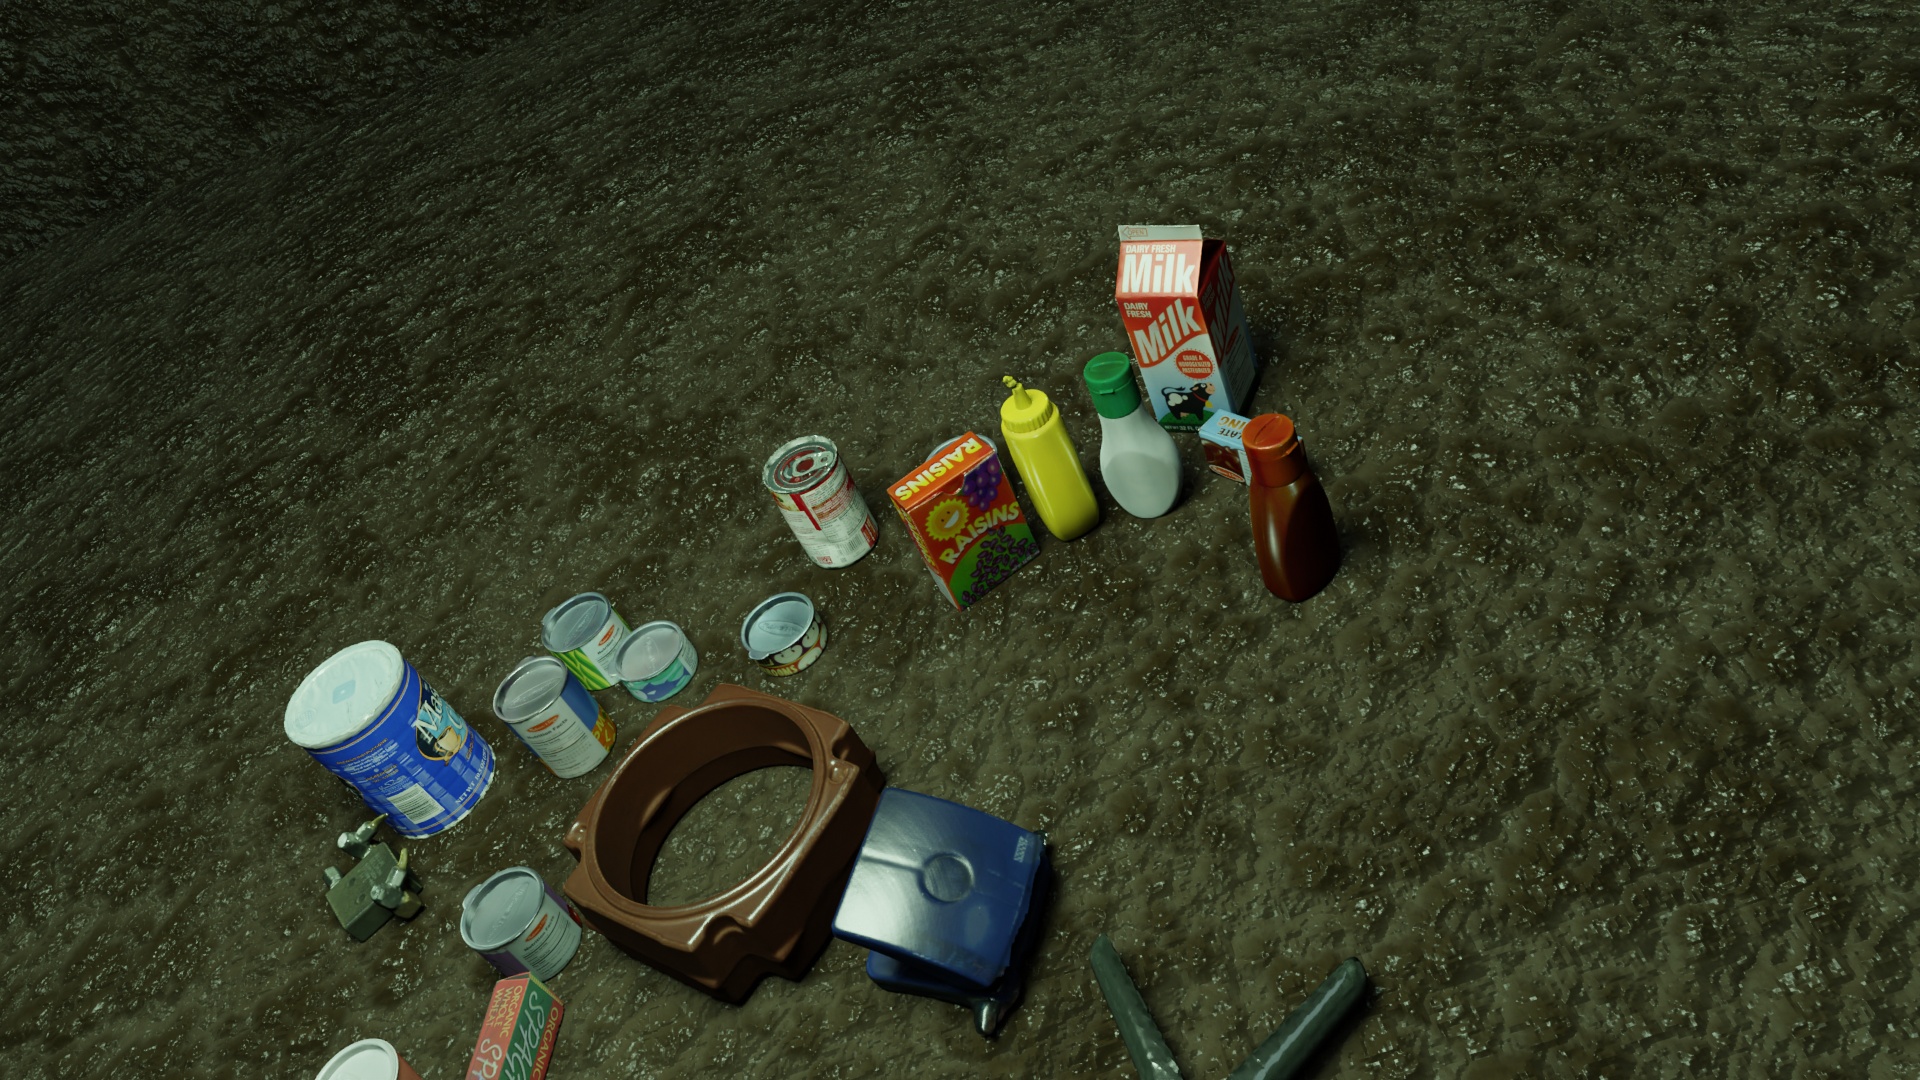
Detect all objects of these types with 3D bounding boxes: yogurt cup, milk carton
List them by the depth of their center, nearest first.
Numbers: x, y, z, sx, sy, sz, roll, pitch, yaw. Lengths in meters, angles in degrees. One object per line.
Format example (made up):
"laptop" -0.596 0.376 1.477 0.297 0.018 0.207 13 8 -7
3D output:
"yogurt cup" -0.403 0.386 0.954 0.072 0.053 0.073 -14 43 13
"milk carton" 0.185 -0.180 1.137 0.072 0.189 0.074 6 51 31

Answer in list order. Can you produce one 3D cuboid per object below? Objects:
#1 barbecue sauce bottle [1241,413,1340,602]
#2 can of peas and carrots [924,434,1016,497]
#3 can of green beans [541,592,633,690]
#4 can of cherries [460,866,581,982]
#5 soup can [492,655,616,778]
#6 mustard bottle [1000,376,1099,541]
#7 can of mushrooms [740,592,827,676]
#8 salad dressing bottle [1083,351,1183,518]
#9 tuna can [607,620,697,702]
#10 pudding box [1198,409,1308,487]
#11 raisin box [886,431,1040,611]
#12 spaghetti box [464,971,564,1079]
"barbecue sauce bottle" 0.232 -0.025 0.988 0.065 0.148 0.044 -45 45 -19
"can of peas and carrots" 0.010 -0.047 1.186 0.071 0.058 0.071 -14 43 13
"can of green beans" -0.321 0.088 1.213 0.071 0.057 0.071 -14 43 13
"can of cherries" -0.322 0.281 1.017 0.071 0.058 0.072 -14 43 13
"soup can" -0.332 0.144 1.142 0.071 0.083 0.072 -14 43 13
"mustard bottle" 0.066 -0.071 1.107 0.049 0.159 0.065 -29 42 -3
"can of mushrooms" -0.147 0.080 1.154 0.071 0.033 0.071 -14 43 13
"salad dressing bottle" 0.135 -0.082 1.094 0.064 0.147 0.044 -6 46 22
"tuna can" -0.262 0.105 1.186 0.071 0.032 0.071 -14 43 13
"pudding box" 0.234 -0.068 1.105 0.084 0.049 0.030 26 63 42
"raisin box" 0.004 -0.014 1.108 0.086 0.123 0.040 -35 42 -10
"spaghetti box" -0.310 0.405 0.892 0.028 0.050 0.251 -11 44 17
